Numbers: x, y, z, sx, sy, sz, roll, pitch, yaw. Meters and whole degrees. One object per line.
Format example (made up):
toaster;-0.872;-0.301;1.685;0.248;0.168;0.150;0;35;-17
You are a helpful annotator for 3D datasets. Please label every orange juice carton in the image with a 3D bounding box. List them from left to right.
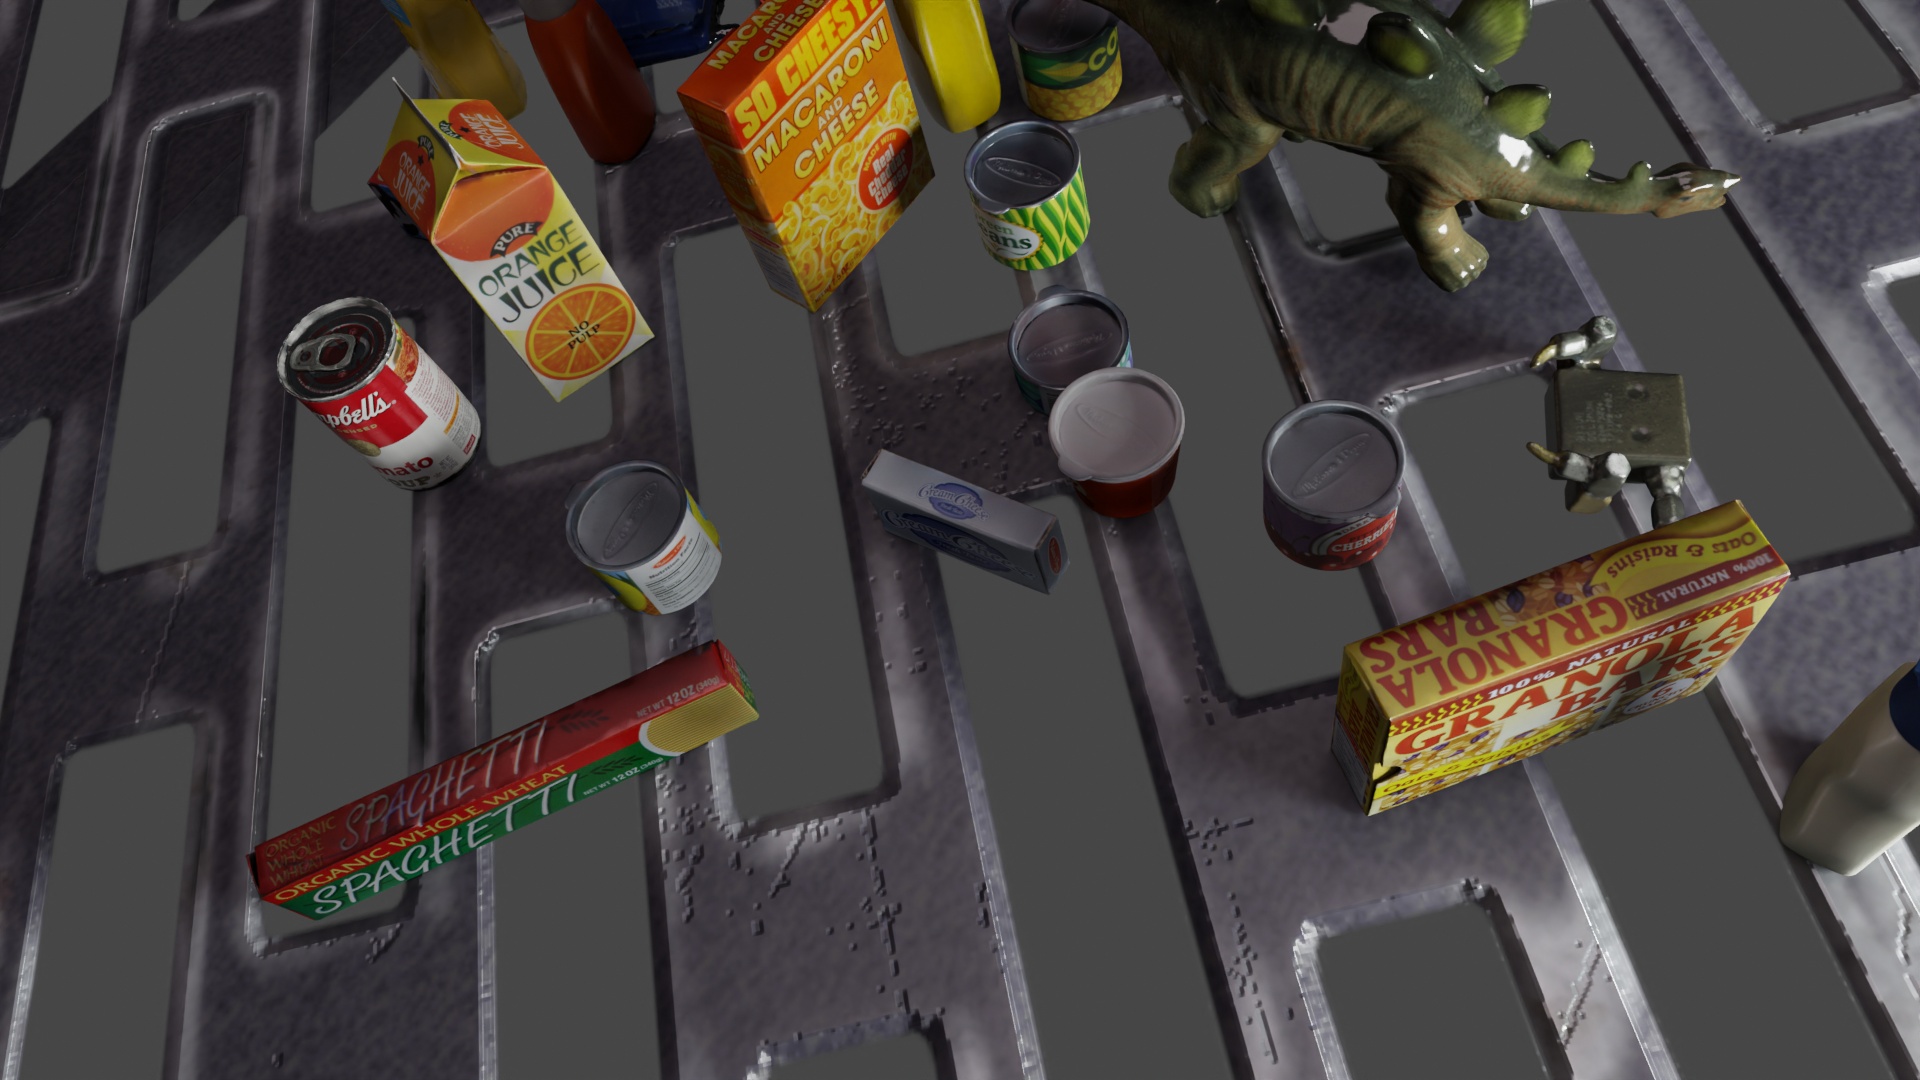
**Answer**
orange juice carton;-0.250;-0.169;0.769;0.073;0.192;0.072;-37;61;-9

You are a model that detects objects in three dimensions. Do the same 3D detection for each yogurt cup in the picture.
yogurt cup;0.082;-0.047;0.714;0.072;0.053;0.073;-5;61;9

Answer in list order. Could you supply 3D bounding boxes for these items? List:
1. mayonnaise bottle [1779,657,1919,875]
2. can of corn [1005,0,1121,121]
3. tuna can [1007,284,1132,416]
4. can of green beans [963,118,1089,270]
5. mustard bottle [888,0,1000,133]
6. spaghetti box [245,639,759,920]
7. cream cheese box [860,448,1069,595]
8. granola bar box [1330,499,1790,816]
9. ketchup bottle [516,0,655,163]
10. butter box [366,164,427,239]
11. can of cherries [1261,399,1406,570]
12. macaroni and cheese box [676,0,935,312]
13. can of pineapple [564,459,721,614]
mayonnaise bottle;0.362;0.081;0.531;0.041;0.147;0.065;30;72;24
can of corn;0.067;-0.302;0.853;0.071;0.058;0.071;-5;61;9
tuna can;0.060;-0.103;0.761;0.071;0.032;0.071;-5;61;9
can of green beans;0.039;-0.199;0.803;0.071;0.057;0.071;-5;61;9
mustard bottle;-0.014;-0.316;0.819;0.049;0.159;0.065;-28;60;-4
spaghetti box;-0.223;0.120;0.688;0.250;0.050;0.029;-25;60;-2
cream cheese box;0.003;-0.009;0.710;0.104;0.053;0.024;22;69;22
granola bar box;0.243;0.055;0.584;0.165;0.123;0.039;-21;60;0
ketchup bottle;-0.239;-0.309;0.869;0.043;0.148;0.065;4;63;14
butter box;-0.321;-0.210;0.887;0.103;0.053;0.024;16;67;19
can of cherries;0.182;-0.024;0.678;0.071;0.058;0.072;-5;61;9
macaroni and cheese box;-0.081;-0.227;0.781;0.040;0.165;0.124;30;72;24
can of pineapple;-0.168;-0.002;0.739;0.071;0.057;0.071;-5;61;9
